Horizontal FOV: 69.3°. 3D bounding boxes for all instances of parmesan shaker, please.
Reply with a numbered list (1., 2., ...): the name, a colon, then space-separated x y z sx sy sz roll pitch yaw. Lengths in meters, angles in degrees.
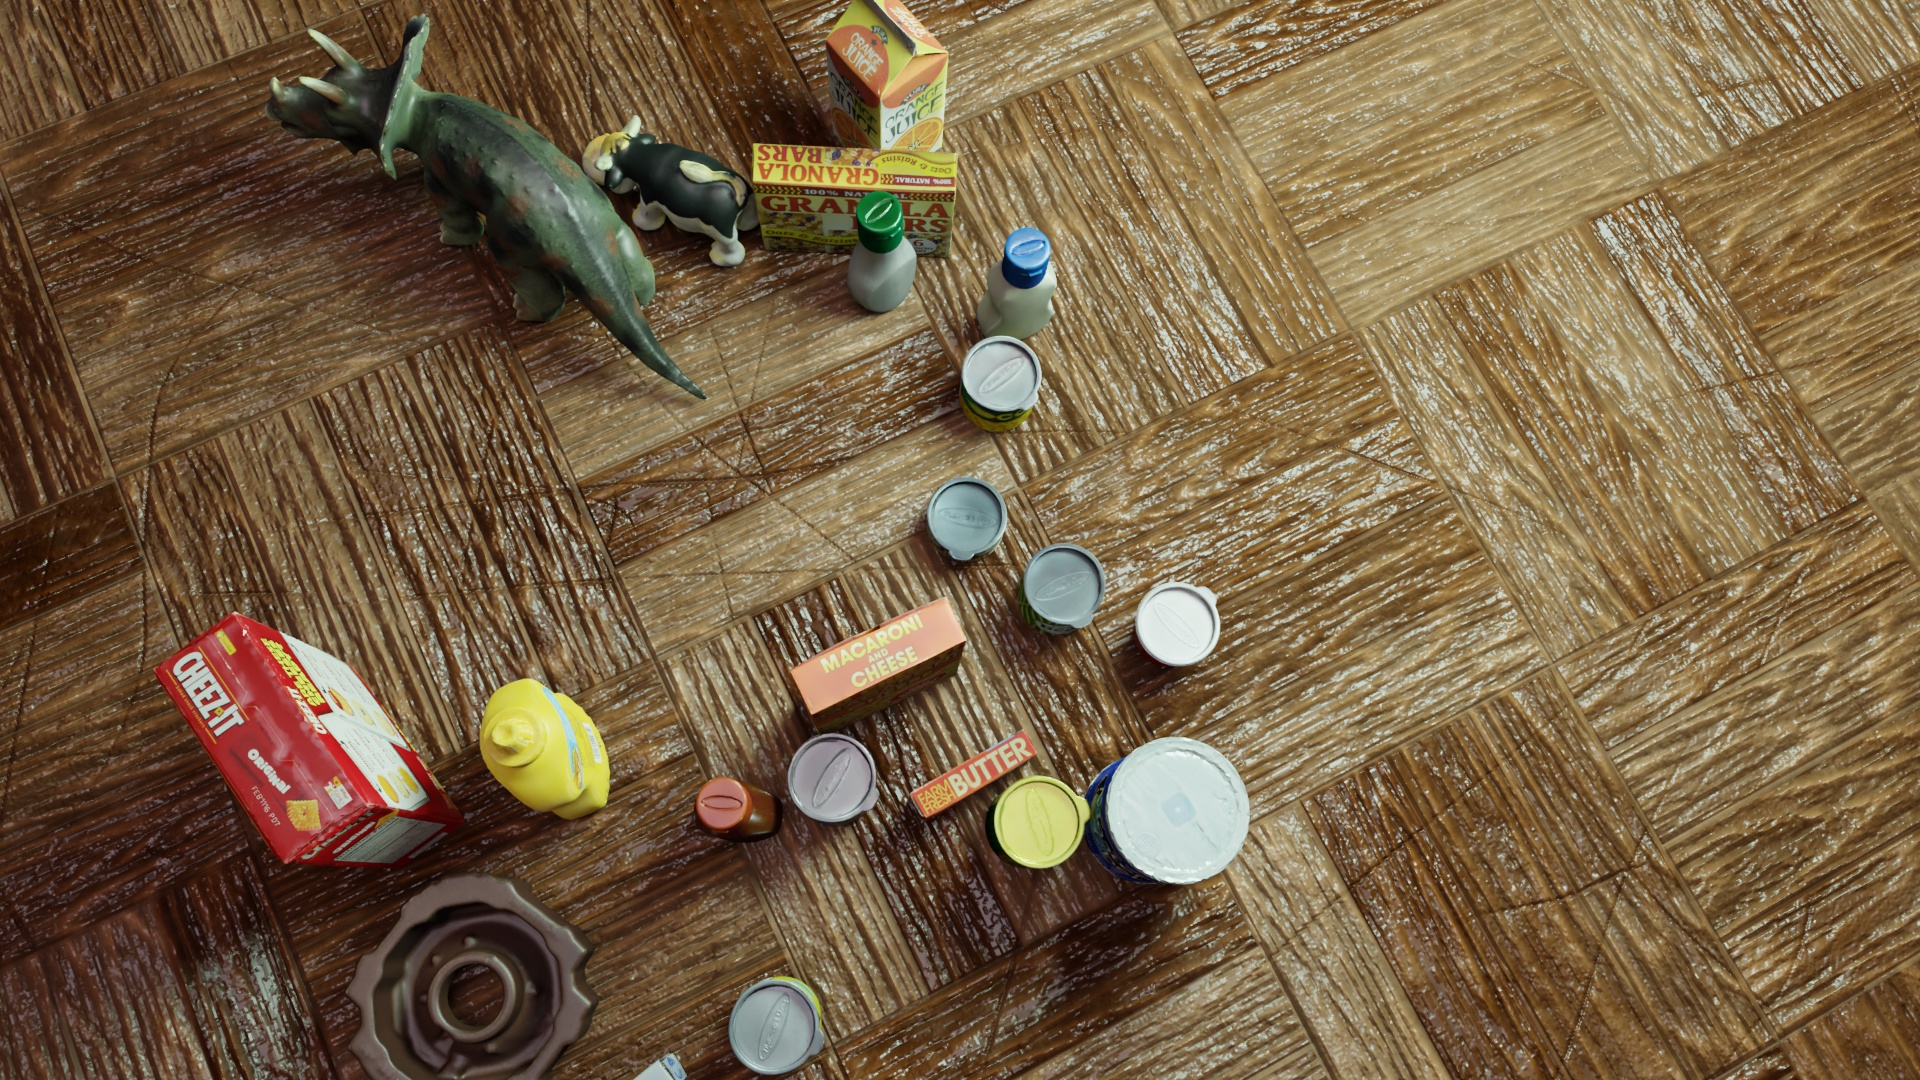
1. parmesan shaker: 0.058 0.216 1.060 0.071 0.103 0.071 1 76 -3

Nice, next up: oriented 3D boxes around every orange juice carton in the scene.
1. orange juice carton: -0.061 -0.384 1.164 0.073 0.192 0.072 -38 81 -11

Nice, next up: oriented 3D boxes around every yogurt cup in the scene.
1. yogurt cup: 0.172 0.072 1.129 0.072 0.054 0.072 1 76 -3

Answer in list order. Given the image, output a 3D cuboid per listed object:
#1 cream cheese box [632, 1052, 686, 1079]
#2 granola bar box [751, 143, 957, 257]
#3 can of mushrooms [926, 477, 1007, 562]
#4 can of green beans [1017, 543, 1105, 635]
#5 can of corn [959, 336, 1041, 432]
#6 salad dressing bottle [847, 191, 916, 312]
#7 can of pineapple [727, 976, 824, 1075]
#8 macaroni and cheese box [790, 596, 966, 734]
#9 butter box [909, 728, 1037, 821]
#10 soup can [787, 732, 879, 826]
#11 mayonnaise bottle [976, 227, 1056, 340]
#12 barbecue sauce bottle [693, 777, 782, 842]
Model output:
1. cream cheese box: -0.251 0.420 1.016 0.104 0.053 0.024 -38 81 -11
2. granola bar box: -0.088 -0.284 1.172 0.166 0.124 0.039 2 76 -2
3. can of mushrooms: 0.004 -0.014 1.153 0.071 0.033 0.071 1 75 -3
4. can of green beans: 0.081 0.041 1.130 0.071 0.057 0.071 1 76 -3
5. can of corn: 0.034 -0.129 1.172 0.071 0.058 0.071 1 76 -3
6. salad dressing bottle: -0.066 -0.238 1.149 0.064 0.147 0.044 -42 82 -12
7. can of pineapple: -0.136 0.362 1.035 0.071 0.057 0.071 1 76 -3
8. macaroni and cheese box: -0.062 0.099 1.052 0.124 0.166 0.040 -25 79 -9
9. butter box: 0.010 0.185 1.091 0.104 0.053 0.024 -28 79 -10
10. soup can: -0.095 0.187 1.069 0.071 0.083 0.071 1 76 -3
11. mayonnaise bottle: 0.049 -0.210 1.148 0.065 0.147 0.041 -19 78 -7
12. barbecue sauce bottle: -0.168 0.200 1.029 0.065 0.148 0.044 5 76 -2
